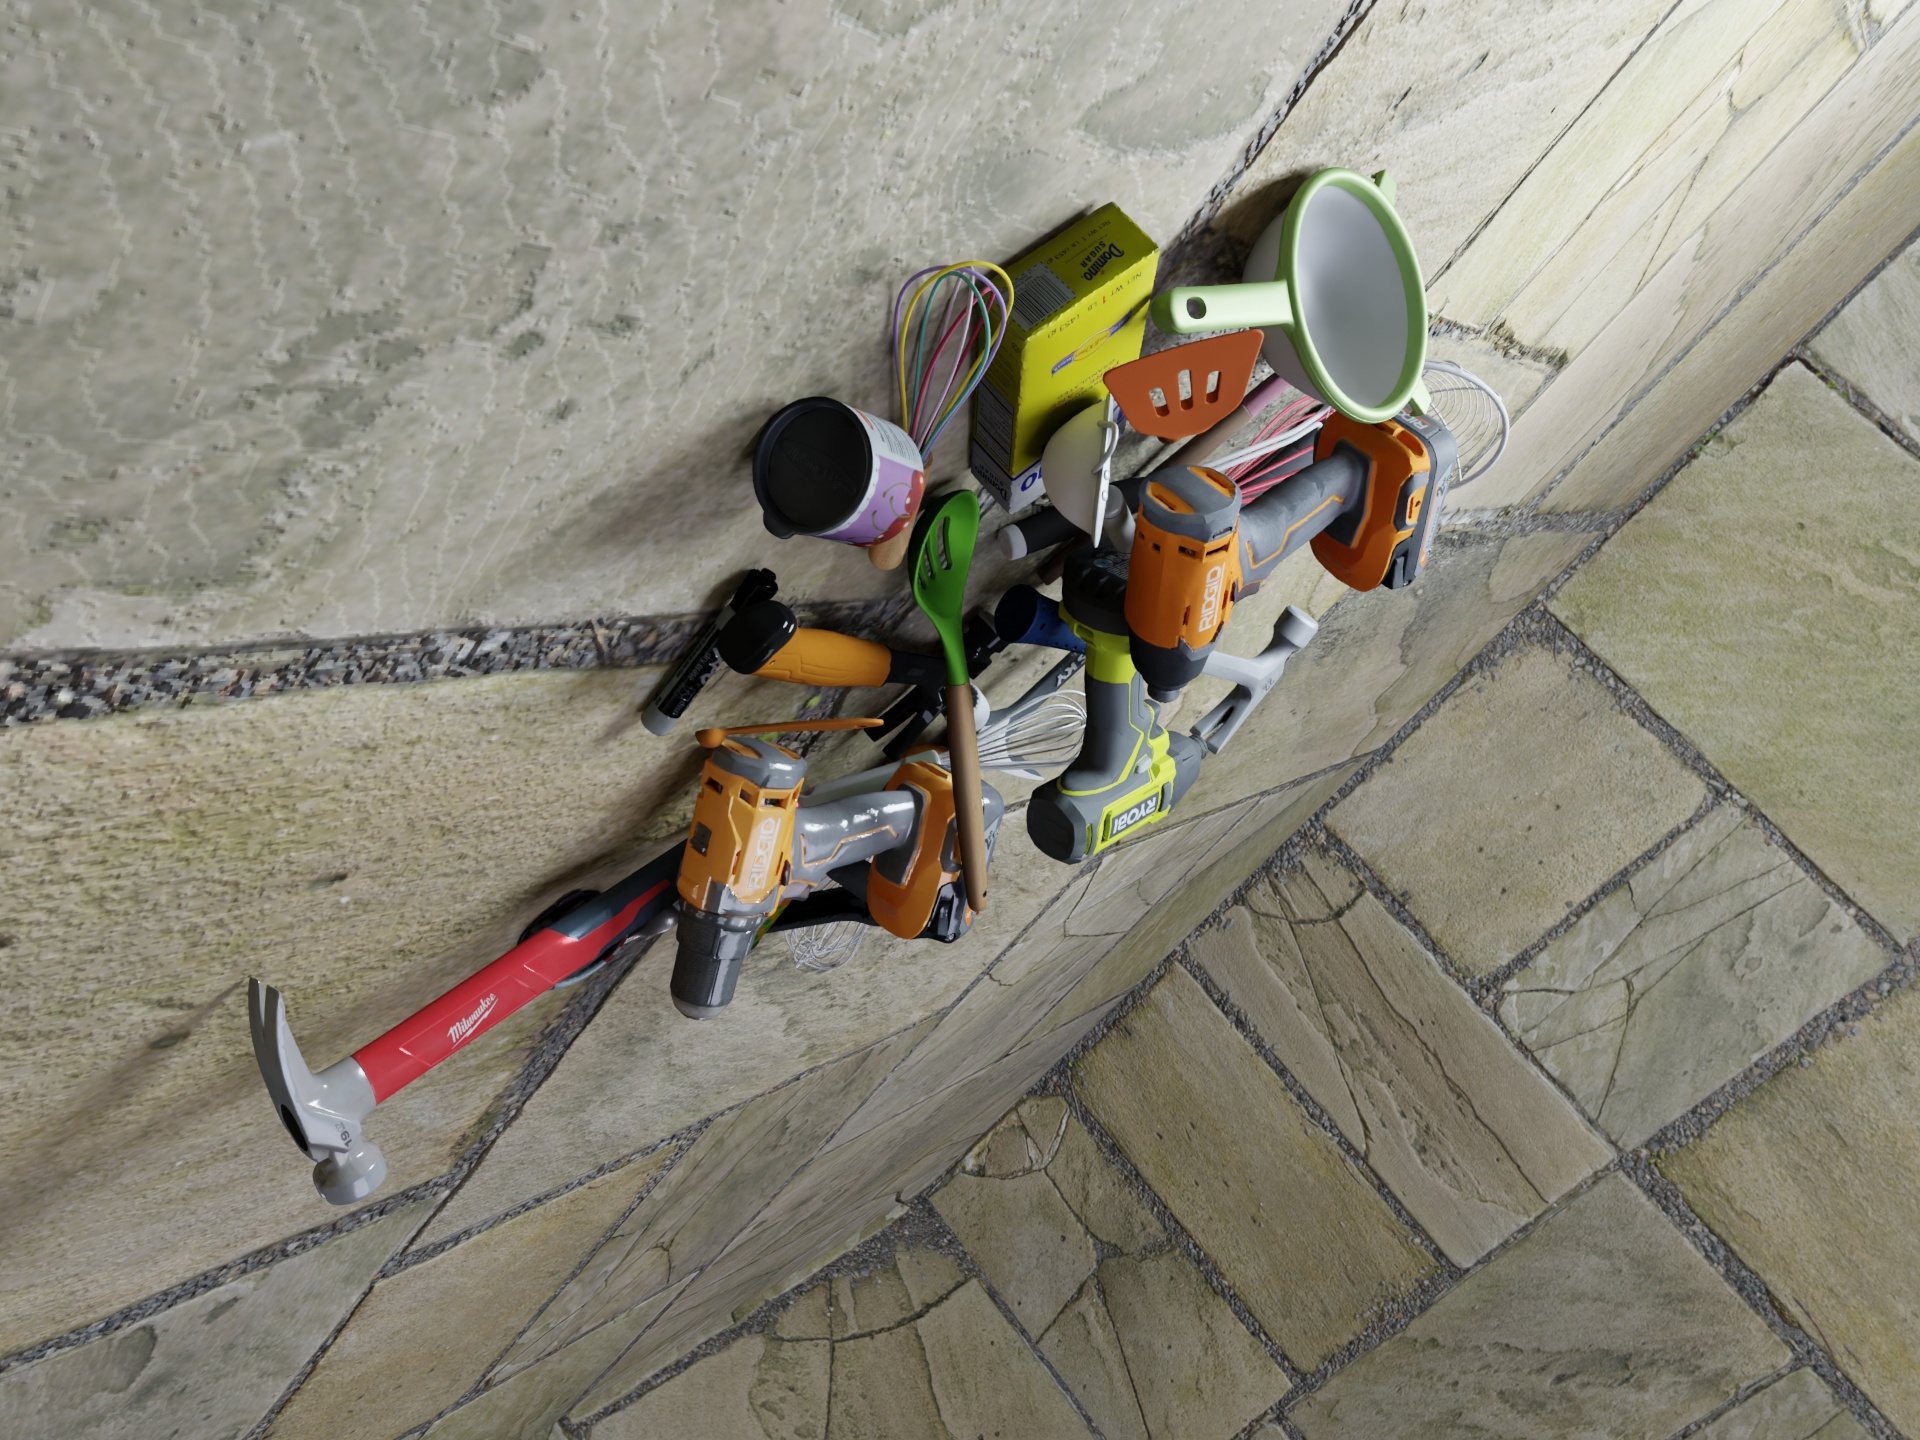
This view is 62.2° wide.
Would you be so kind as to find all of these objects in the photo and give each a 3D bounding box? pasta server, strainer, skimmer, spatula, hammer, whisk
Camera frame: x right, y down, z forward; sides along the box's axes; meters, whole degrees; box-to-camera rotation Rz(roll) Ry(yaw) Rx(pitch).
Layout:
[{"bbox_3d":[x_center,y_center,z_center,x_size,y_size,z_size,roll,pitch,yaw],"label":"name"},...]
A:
[{"bbox_3d":[0.174,-0.206,1.114,0.316,0.040,0.060,-40,162,11],"label":"pasta server"},{"bbox_3d":[0.179,-0.238,0.927,0.256,0.151,0.069,-17,-171,-42],"label":"strainer"},{"bbox_3d":[0.203,-0.158,1.081,0.363,0.090,0.127,-22,150,-18],"label":"skimmer"},{"bbox_3d":[0.125,-0.183,0.927,0.081,0.041,0.322,-15,-174,7],"label":"spatula"},{"bbox_3d":[-0.066,-0.031,0.993,0.127,0.034,0.336,-45,165,12],"label":"hammer"},{"bbox_3d":[-0.062,0.106,1.326,0.284,0.070,0.070,-54,158,23],"label":"whisk"},{"bbox_3d":[0.152,-0.051,1.250,0.405,0.035,0.144,8,121,-54],"label":"hammer"},{"bbox_3d":[0.084,-0.130,0.936,0.258,0.050,0.087,31,65,-75],"label":"strainer"},{"bbox_3d":[-0.246,0.126,0.987,0.386,0.038,0.143,-35,125,-41],"label":"hammer"},{"bbox_3d":[-0.010,0.030,1.180,0.246,0.059,0.058,-16,-161,-10],"label":"whisk"},{"bbox_3d":[0.161,-0.107,1.264,0.409,0.036,0.149,-42,146,-4],"label":"hammer"},{"bbox_3d":[-0.017,-0.151,0.834,0.047,0.051,0.244,-37,166,-27],"label":"whisk"},{"bbox_3d":[0.200,-0.172,1.186,0.296,0.073,0.073,-29,160,-14],"label":"whisk"}]

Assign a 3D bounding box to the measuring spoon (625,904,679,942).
[{"bbox_3d":[-0.253,0.152,1.112,0.124,0.034,0.018,-22,111,-33],"label":"measuring spoon"}]

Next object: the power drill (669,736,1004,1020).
[{"bbox_3d":[-0.090,0.109,1.071,0.226,0.084,0.185,5,104,-43],"label":"power drill"}]

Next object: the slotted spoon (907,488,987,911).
[{"bbox_3d":[-0.002,-0.003,1.017,0.070,0.031,0.313,-41,136,-44],"label":"slotted spoon"}]

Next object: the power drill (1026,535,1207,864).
[{"bbox_3d":[0.129,-0.022,1.135,0.171,0.080,0.223,-26,133,-38],"label":"power drill"}]

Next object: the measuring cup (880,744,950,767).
[{"bbox_3d":[-0.068,0.071,1.244,0.173,0.052,0.095,-13,129,-3],"label":"measuring cup"}]

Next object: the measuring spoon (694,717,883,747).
[{"bbox_3d":[-0.105,0.008,0.973,0.117,0.011,0.021,-4,169,4],"label":"measuring spoon"}]

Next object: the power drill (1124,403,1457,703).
[{"bbox_3d":[0.200,-0.105,1.013,0.226,0.084,0.164,-24,138,-26],"label":"power drill"}]
